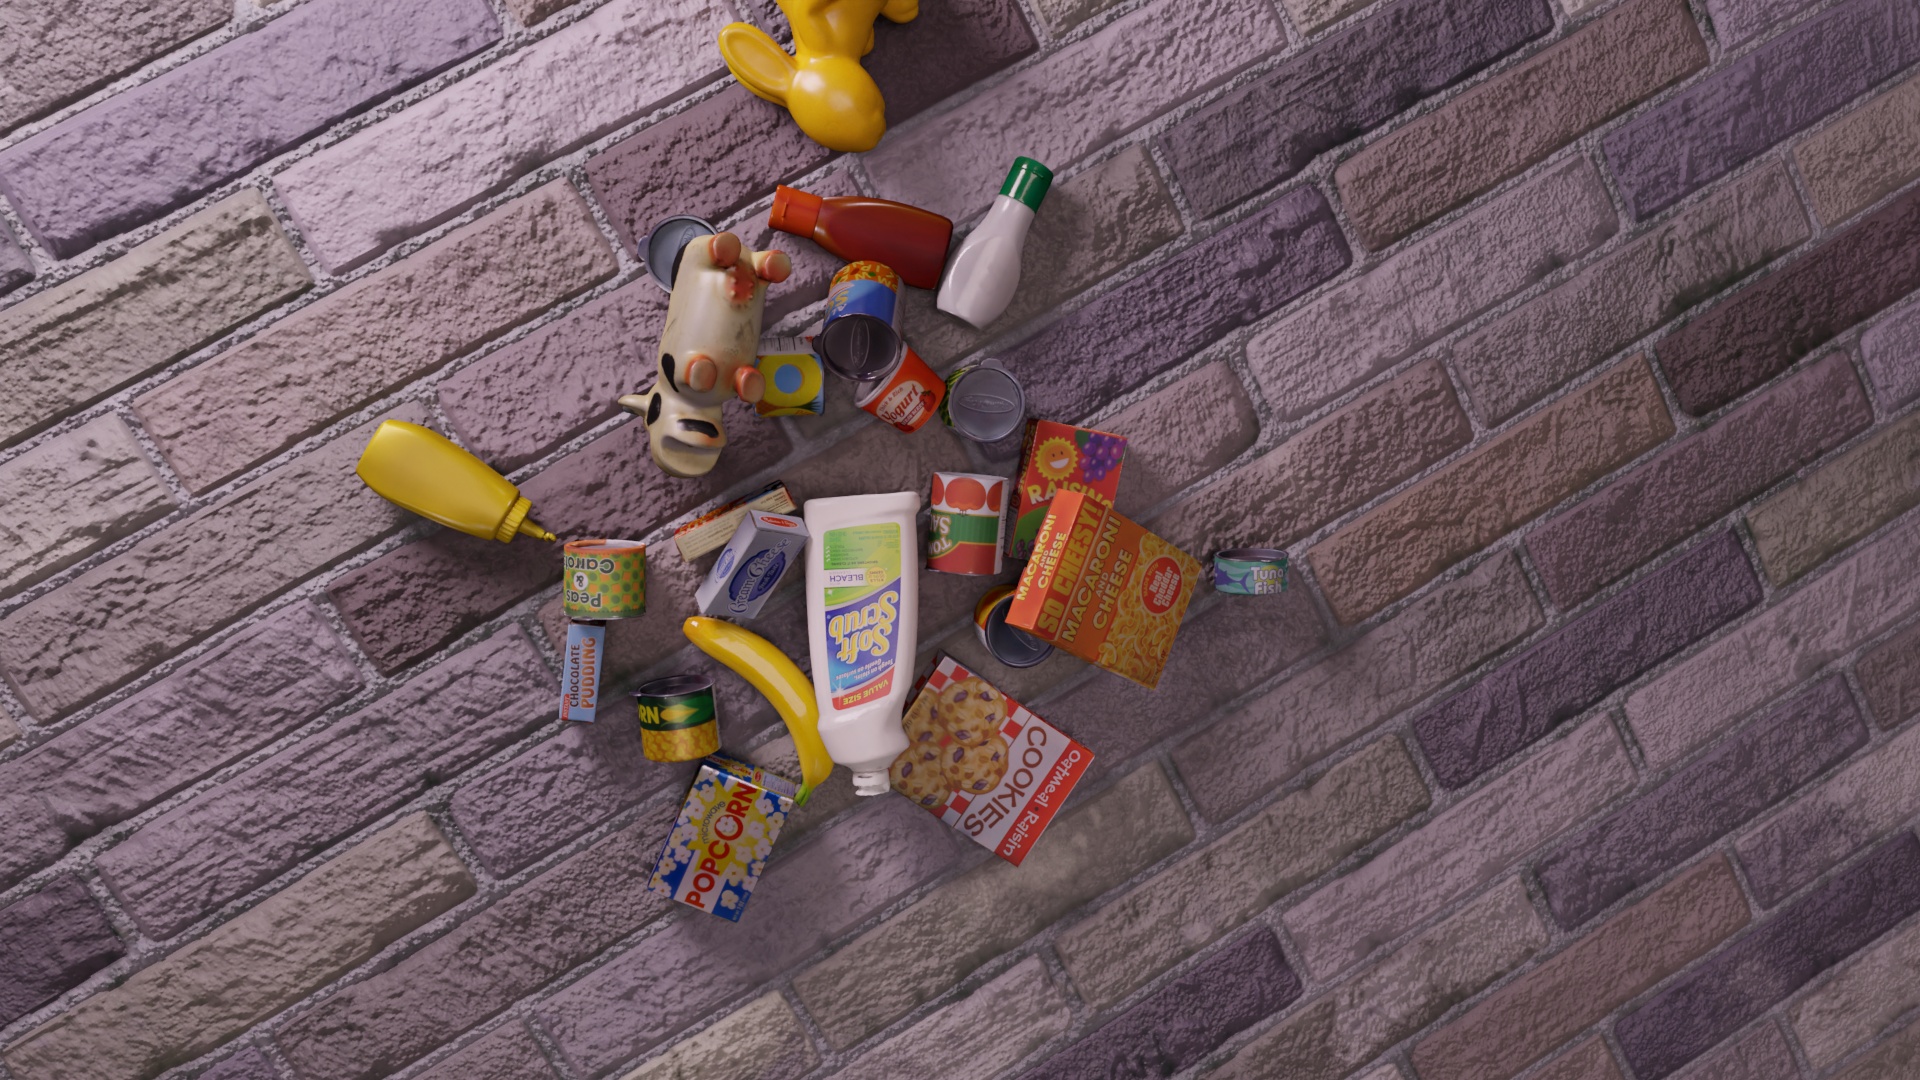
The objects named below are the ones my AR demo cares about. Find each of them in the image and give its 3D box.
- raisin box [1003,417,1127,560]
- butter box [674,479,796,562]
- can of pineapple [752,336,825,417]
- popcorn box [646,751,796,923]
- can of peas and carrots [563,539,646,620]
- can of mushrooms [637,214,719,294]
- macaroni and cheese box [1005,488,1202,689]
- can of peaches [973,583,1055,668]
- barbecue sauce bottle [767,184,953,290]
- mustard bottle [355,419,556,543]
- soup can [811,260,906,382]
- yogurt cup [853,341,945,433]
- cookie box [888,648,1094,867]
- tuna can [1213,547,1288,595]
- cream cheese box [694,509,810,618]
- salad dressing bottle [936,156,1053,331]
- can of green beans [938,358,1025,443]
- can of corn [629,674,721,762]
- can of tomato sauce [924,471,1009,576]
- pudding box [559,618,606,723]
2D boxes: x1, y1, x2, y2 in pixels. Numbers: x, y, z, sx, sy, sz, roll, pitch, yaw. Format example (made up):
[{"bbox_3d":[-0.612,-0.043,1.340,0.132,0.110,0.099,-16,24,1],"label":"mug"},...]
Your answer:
[{"bbox_3d":[0.091,-0.040,1.221,0.086,0.040,0.123,11,96,-12],"label":"raisin box"},{"bbox_3d":[-0.190,-0.017,1.163,0.103,0.053,0.024,-27,102,-6],"label":"butter box"},{"bbox_3d":[-0.144,-0.134,1.151,0.058,0.071,0.071,-4,98,-10],"label":"can of pineapple"},{"bbox_3d":[-0.205,0.254,1.191,0.085,0.038,0.126,24,99,-8],"label":"popcorn box"},{"bbox_3d":[-0.293,0.032,1.140,0.071,0.071,0.058,0,96,-11],"label":"can of peas and carrots"},{"bbox_3d":[-0.228,-0.234,1.140,0.071,0.033,0.071,-1,98,-11],"label":"can of mushrooms"},{"bbox_3d":[0.125,0.044,1.194,0.166,0.040,0.124,28,80,-38],"label":"macaroni and cheese box"},{"bbox_3d":[0.050,0.073,1.217,0.071,0.058,0.071,-1,96,-10],"label":"can of peaches"},{"bbox_3d":[-0.084,-0.258,1.159,0.148,0.044,0.064,14,103,-11],"label":"barbecue sauce bottle"},{"bbox_3d":[-0.401,-0.037,1.123,0.160,0.049,0.065,31,90,-13],"label":"mustard bottle"},{"bbox_3d":[-0.082,-0.181,1.137,0.071,0.084,0.071,1,132,1],"label":"soup can"},{"bbox_3d":[-0.049,-0.127,1.172,0.054,0.072,0.072,36,89,-21],"label":"yogurt cup"},{"bbox_3d":[0.017,0.194,1.234,0.167,0.040,0.123,35,90,-12],"label":"cookie box"},{"bbox_3d":[0.262,0.028,1.245,0.071,0.071,0.032,-4,99,-10],"label":"tuna can"},{"bbox_3d":[-0.173,0.022,1.153,0.053,0.024,0.103,10,128,-41],"label":"cream cheese box"},{"bbox_3d":[0.032,-0.253,1.183,0.064,0.044,0.147,27,90,-19],"label":"salad dressing bottle"},{"bbox_3d":[0.018,-0.118,1.188,0.071,0.058,0.071,-1,97,-10],"label":"can of green beans"},{"bbox_3d":[-0.238,0.149,1.166,0.071,0.071,0.058,-7,99,-10],"label":"can of corn"},{"bbox_3d":[0.004,-0.015,1.193,0.071,0.071,0.083,4,95,-11],"label":"can of tomato sauce"},{"bbox_3d":[-0.314,0.105,1.156,0.030,0.050,0.083,7,95,-13],"label":"pudding box"}]
